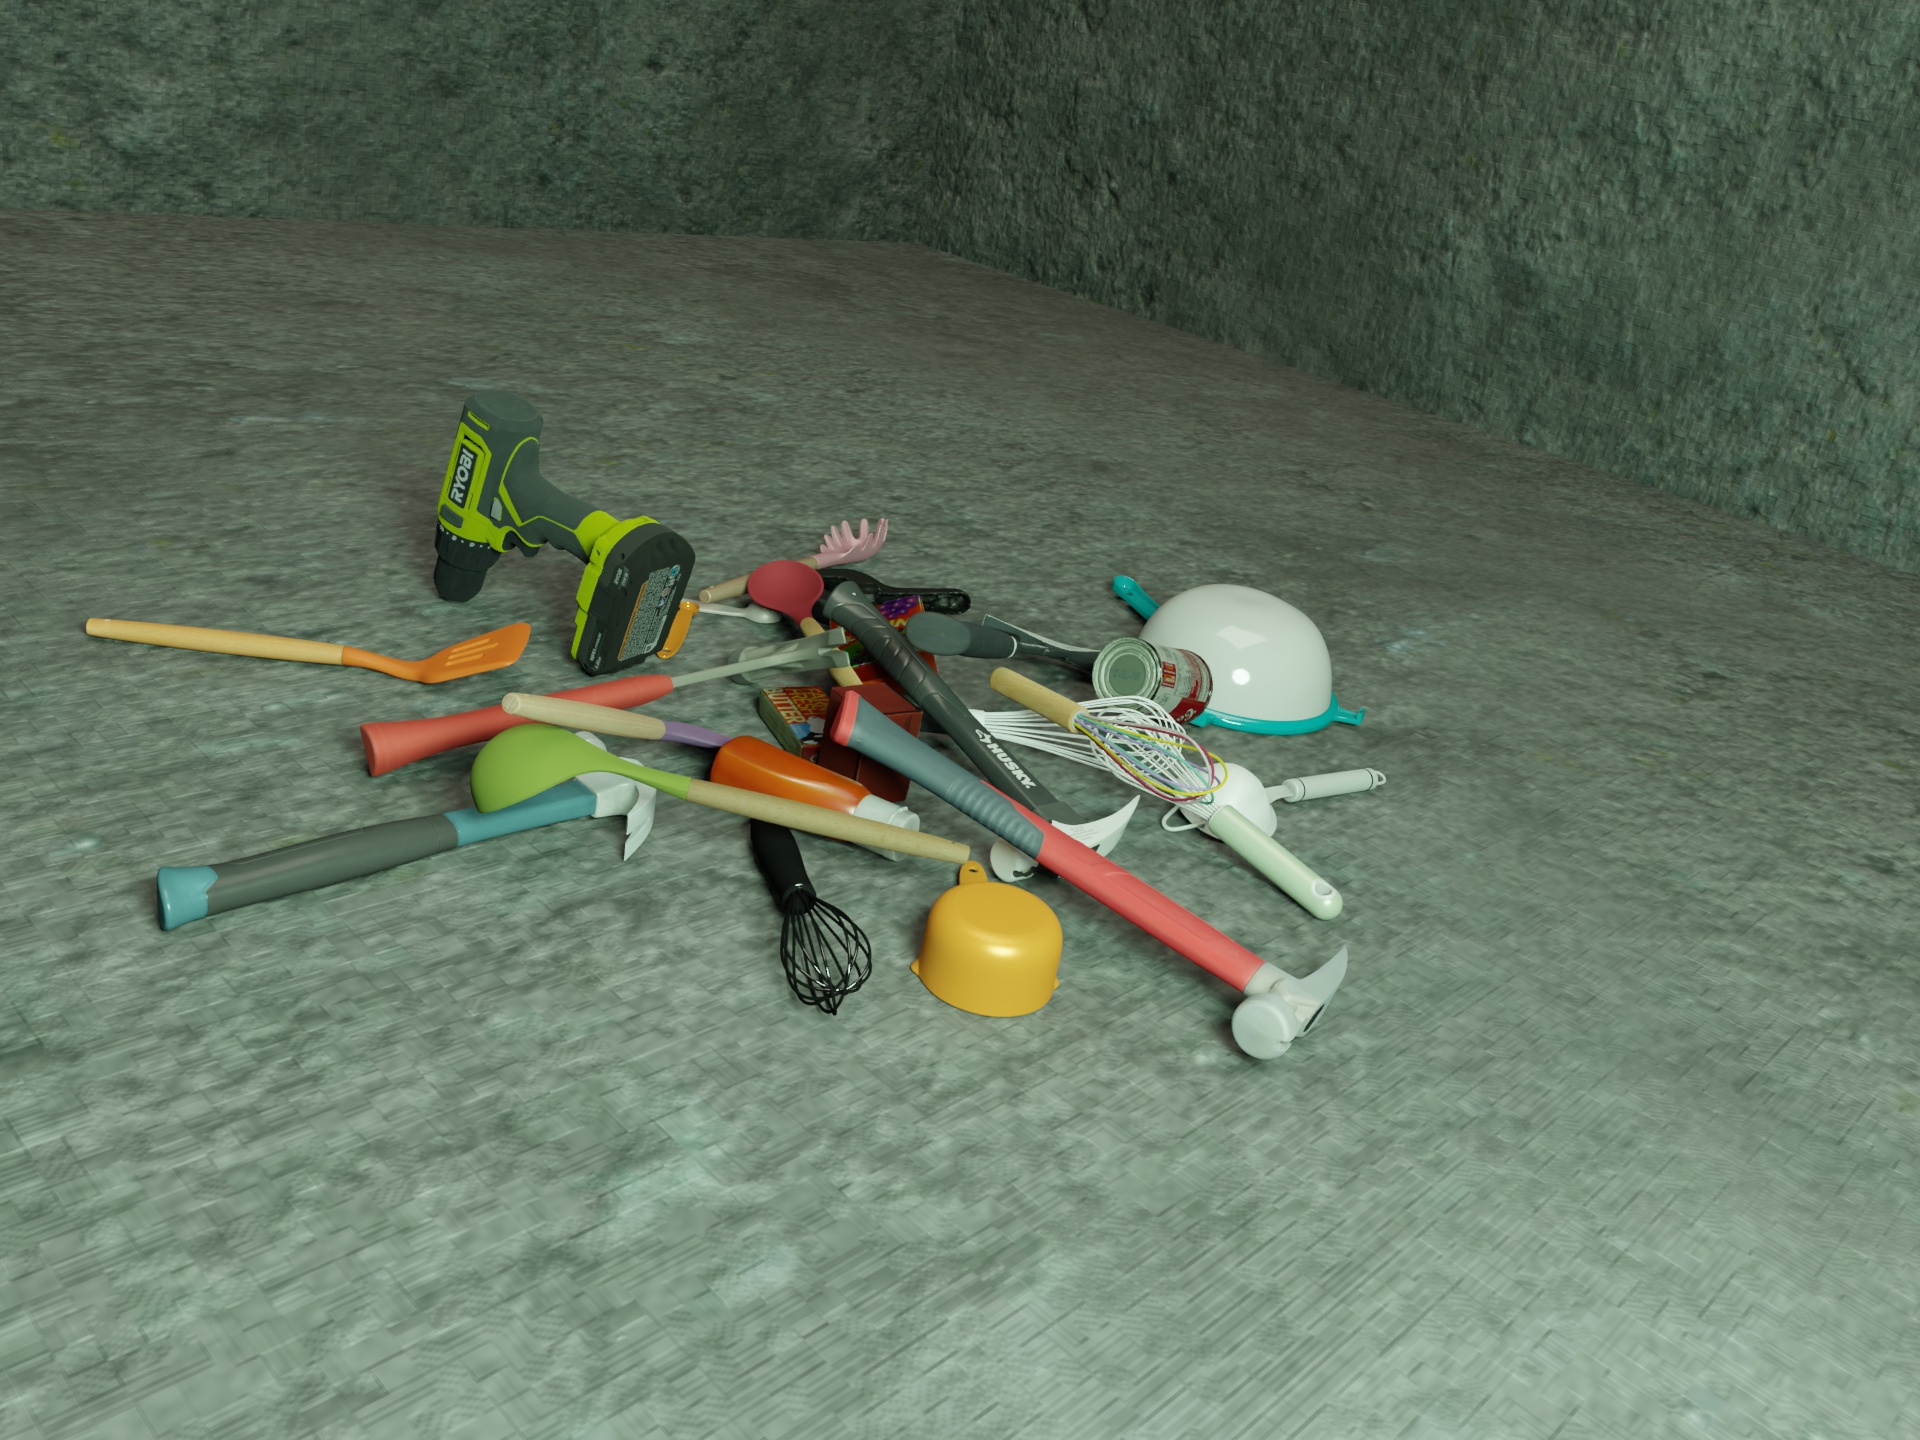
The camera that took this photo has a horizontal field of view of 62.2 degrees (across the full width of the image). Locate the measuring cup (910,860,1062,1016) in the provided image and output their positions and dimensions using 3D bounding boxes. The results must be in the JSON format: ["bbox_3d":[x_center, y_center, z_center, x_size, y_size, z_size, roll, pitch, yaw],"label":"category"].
[{"bbox_3d":[0.017,0.119,1.027,0.095,0.052,0.174,8,26,-8],"label":"measuring cup"}]

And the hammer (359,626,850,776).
[{"bbox_3d":[-0.260,-0.017,1.179,0.359,0.036,0.149,-15,5,-38],"label":"hammer"}]

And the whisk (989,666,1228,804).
[{"bbox_3d":[0.108,0.007,1.207,0.245,0.047,0.051,29,-12,45],"label":"whisk"}]

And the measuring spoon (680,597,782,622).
[{"bbox_3d":[-0.226,-0.110,1.469,0.124,0.018,0.034,8,24,-6],"label":"measuring spoon"}]

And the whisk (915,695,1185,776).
[{"bbox_3d":[0.043,0.004,1.294,0.284,0.070,0.070,5,24,-4],"label":"whisk"}]

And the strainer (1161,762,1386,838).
[{"bbox_3d":[0.266,0.055,1.297,0.258,0.050,0.087,-5,44,-39],"label":"strainer"}]

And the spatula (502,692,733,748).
[{"bbox_3d":[-0.221,0.003,1.084,0.060,0.018,0.315,19,1,17],"label":"spatula"}]

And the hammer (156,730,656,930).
[{"bbox_3d":[-0.337,0.072,1.004,0.331,0.033,0.128,-15,34,-44],"label":"hammer"}]

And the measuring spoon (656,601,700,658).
[{"bbox_3d":[-0.250,-0.078,1.403,0.021,0.011,0.117,11,28,-2],"label":"measuring spoon"}]

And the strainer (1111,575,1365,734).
[{"bbox_3d":[0.241,-0.102,1.560,0.211,0.095,0.341,-1,28,-24],"label":"strainer"}]

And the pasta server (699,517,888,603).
[{"bbox_3d":[-0.160,-0.157,1.558,0.060,0.040,0.316,2,15,27],"label":"pasta server"}]

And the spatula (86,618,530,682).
[{"bbox_3d":[-0.498,-0.061,1.219,0.322,0.041,0.081,6,25,-9],"label":"spatula"}]

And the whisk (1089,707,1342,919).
[{"bbox_3d":[0.189,0.069,1.198,0.058,0.059,0.247,-27,53,-33],"label":"whisk"}]

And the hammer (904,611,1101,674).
[{"bbox_3d":[0.036,-0.064,1.308,0.149,0.036,0.409,17,5,17],"label":"hammer"}]

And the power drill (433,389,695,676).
[{"bbox_3d":[-0.343,-0.138,1.317,0.229,0.190,0.080,36,31,17],"label":"power drill"}]

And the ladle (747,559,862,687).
[{"bbox_3d":[-0.122,-0.074,1.352,0.069,0.031,0.316,-13,27,-14],"label":"ladle"}]

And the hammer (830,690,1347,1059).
[{"bbox_3d":[0.075,0.086,1.066,0.386,0.038,0.143,32,24,22],"label":"hammer"}]

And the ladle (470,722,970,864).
[{"bbox_3d":[-0.152,0.062,1.022,0.320,0.062,0.078,14,11,-8],"label":"ladle"}]

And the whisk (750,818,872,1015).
[{"bbox_3d":[-0.104,0.110,1.005,0.055,0.055,0.239,2,21,-20],"label":"whisk"}]

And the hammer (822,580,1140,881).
[{"bbox_3d":[-0.002,-0.004,1.229,0.146,0.035,0.335,-9,44,-41],"label":"hammer"}]
